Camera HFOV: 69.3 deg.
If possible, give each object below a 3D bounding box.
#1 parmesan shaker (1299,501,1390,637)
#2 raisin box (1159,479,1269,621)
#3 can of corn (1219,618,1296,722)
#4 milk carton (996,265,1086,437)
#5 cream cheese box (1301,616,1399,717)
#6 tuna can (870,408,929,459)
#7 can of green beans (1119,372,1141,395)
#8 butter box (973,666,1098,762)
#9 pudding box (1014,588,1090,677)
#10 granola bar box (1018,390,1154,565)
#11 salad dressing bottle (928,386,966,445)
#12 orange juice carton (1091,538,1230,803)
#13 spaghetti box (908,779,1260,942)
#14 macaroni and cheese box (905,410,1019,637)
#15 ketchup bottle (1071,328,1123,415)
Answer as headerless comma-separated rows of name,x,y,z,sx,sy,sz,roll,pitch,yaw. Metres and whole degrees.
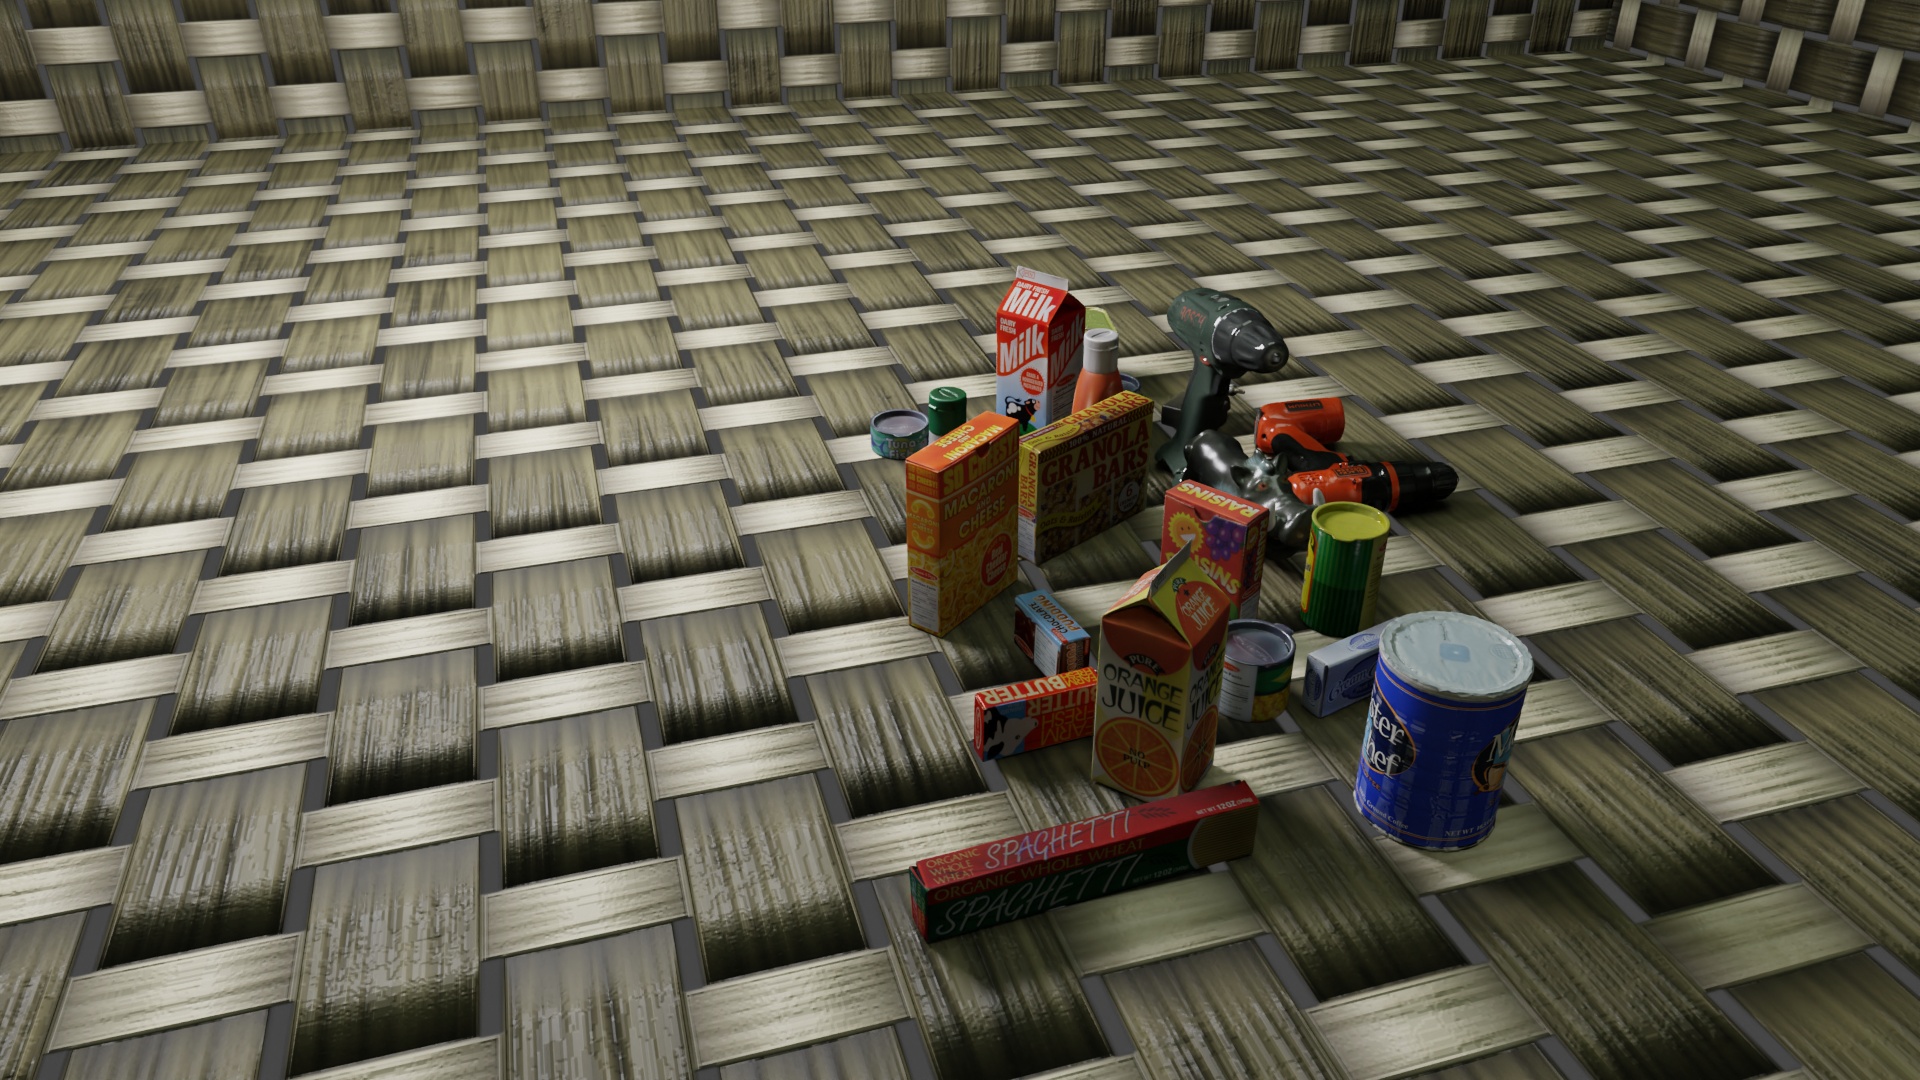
parmesan shaker,0.336,0.027,1.223,0.071,0.102,0.071,0,30,0
raisin box,0.219,0.018,1.218,0.086,0.122,0.040,25,38,36
can of corn,0.239,0.105,1.132,0.071,0.058,0.071,0,30,0
milk carton,0.089,-0.205,1.536,0.072,0.189,0.074,22,37,33
cream cheese box,0.327,0.104,1.140,0.104,0.053,0.024,-17,34,-27
tuna can,-0.067,-0.117,1.540,0.071,0.032,0.071,0,30,0
can of green beans,0.171,-0.152,1.577,0.071,0.057,0.071,0,30,0
butter box,0.061,0.135,1.085,0.104,0.052,0.024,-11,32,-18
pudding box,0.077,0.083,1.178,0.030,0.049,0.084,-14,33,-22
granola bar box,0.118,-0.063,1.357,0.166,0.123,0.039,-26,39,-37
salad dressing bottle,-0.012,-0.076,1.356,0.044,0.147,0.064,-21,36,-32
orange juice carton,0.147,0.095,1.016,0.073,0.191,0.072,18,34,28
spaghetti box,0.088,0.217,0.947,0.251,0.050,0.029,-10,31,-17
macaroni and cheese box,0.004,-0.015,1.233,0.040,0.165,0.124,20,35,30
ketchup bottle,0.148,-0.151,1.484,0.065,0.148,0.043,-23,37,-34
